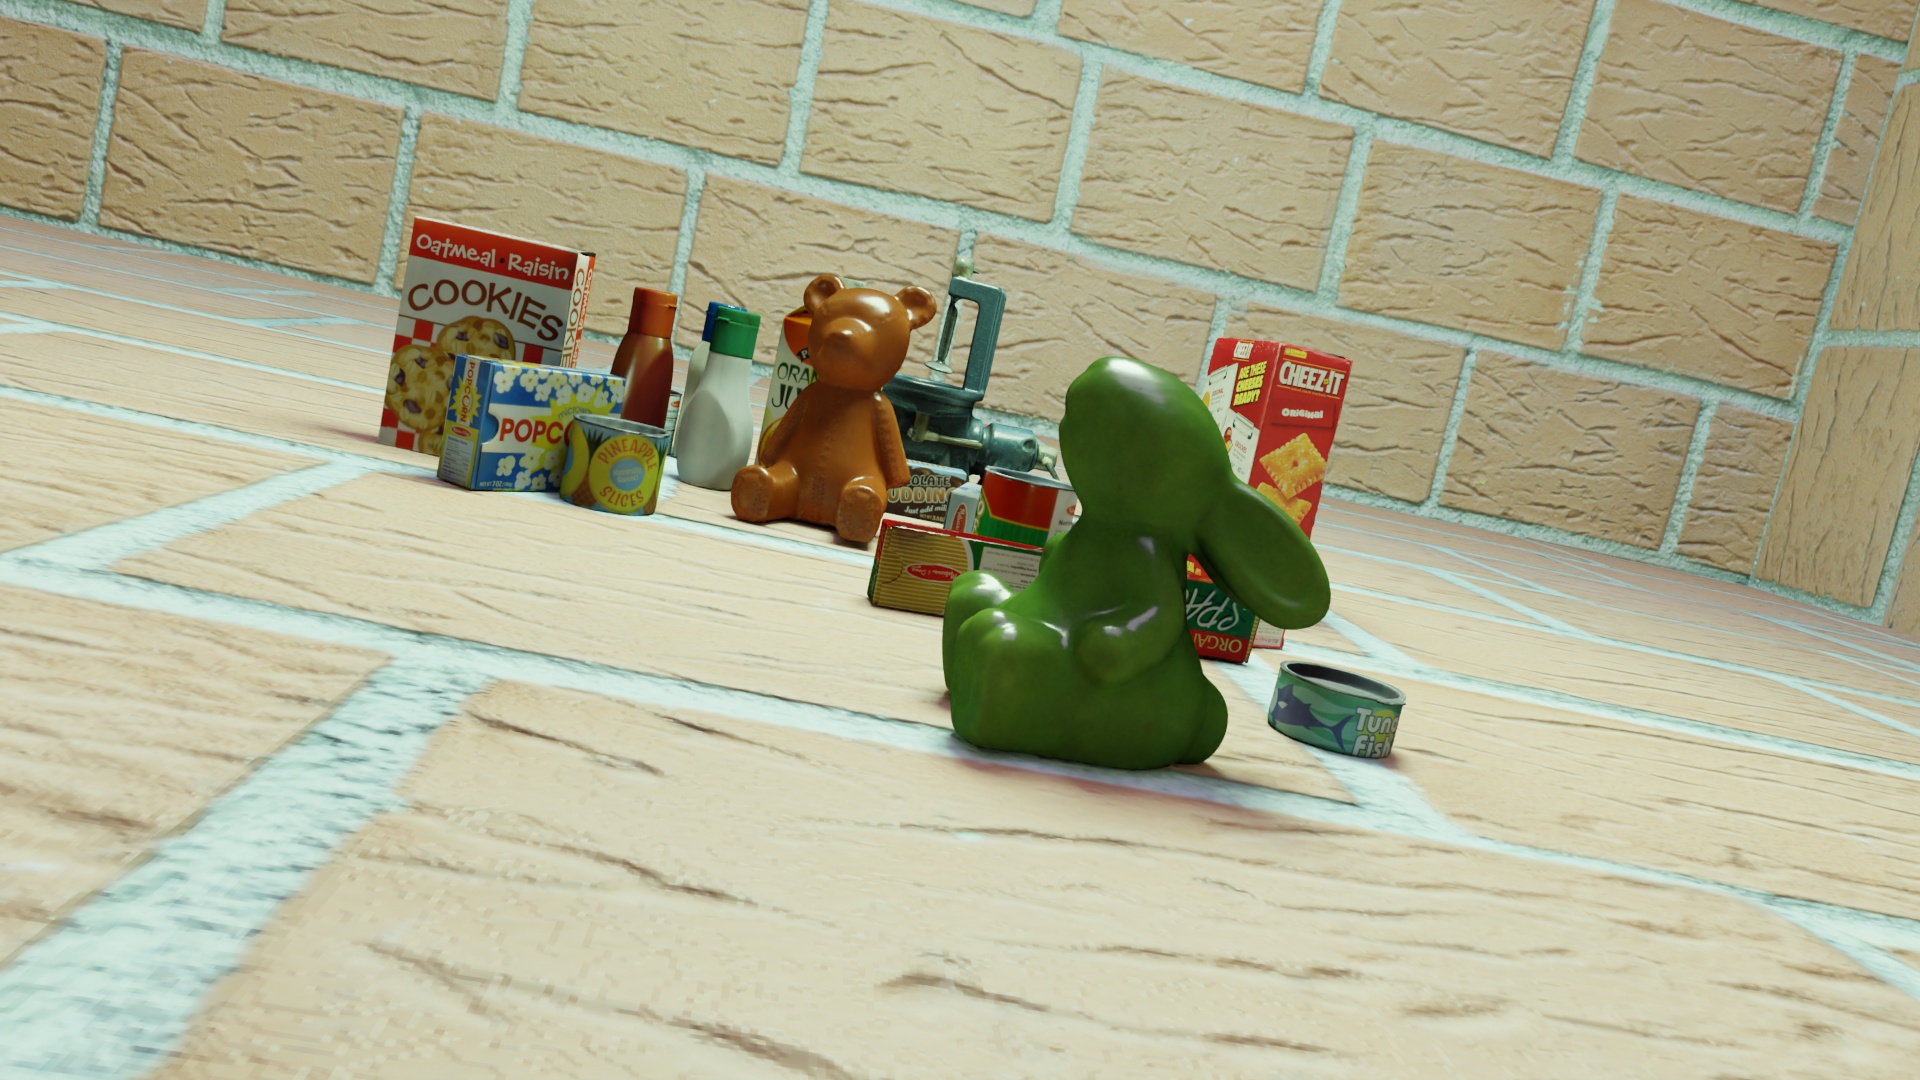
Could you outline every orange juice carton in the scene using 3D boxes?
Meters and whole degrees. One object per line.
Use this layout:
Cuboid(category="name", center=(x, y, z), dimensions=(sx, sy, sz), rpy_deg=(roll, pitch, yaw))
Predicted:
Cuboid(category="orange juice carton", center=(-0.115, -0.128, 1.180), dimensions=(0.073, 0.192, 0.072), rpy_deg=(15, 8, 21))

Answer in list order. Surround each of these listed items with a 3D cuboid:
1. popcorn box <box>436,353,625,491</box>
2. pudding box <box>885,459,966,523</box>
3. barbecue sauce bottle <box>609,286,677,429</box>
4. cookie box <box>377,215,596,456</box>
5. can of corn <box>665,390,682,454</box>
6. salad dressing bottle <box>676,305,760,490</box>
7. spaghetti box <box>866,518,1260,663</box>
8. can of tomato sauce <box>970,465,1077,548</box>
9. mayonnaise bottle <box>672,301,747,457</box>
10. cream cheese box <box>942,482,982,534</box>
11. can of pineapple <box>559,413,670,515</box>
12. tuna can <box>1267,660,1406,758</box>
Cuboid(category="popcorn box", center=(-0.291, -0.078, 0.953), dimensions=(0.038, 0.085, 0.127), rpy_deg=(16, 9, 28))
Cuboid(category="pudding box", center=(-0.040, -0.046, 1.239), dimensions=(0.084, 0.049, 0.030), rpy_deg=(11, 8, -9))
Cuboid(category="barbecue sauce bottle", center=(-0.268, -0.137, 1.166), dimensions=(0.044, 0.148, 0.065), rpy_deg=(15, 8, 20))
Cuboid(category="cookie box", center=(-0.344, -0.140, 1.010), dimensions=(0.123, 0.167, 0.040), rpy_deg=(13, 7, 2))
Cuboid(category="can of corn", center=(-0.299, -0.115, 1.290), dimensions=(0.071, 0.058, 0.071), rpy_deg=(12, 8, -2))
Cuboid(category="salad dressing bottle", center=(-0.196, -0.117, 1.144), dimensions=(0.064, 0.147, 0.044), rpy_deg=(16, 8, 27))
Cuboid(category="spaghetti box", center=(0.068, 0.033, 0.854), dimensions=(0.250, 0.050, 0.029), rpy_deg=(10, 8, -16))
Cuboid(category="can of tomato sauce", center=(0.038, -0.003, 0.938), dimensions=(0.071, 0.083, 0.071), rpy_deg=(12, 8, -2))
Cuboid(category="mayonnaise bottle", center=(-0.231, -0.147, 1.296), dimensions=(0.041, 0.147, 0.065), rpy_deg=(15, 8, 16))
Cuboid(category="cream cheese box", center=(0.004, -0.013, 1.065), dimensions=(0.024, 0.053, 0.104), rpy_deg=(13, 8, 6))
Cuboid(category="can of pineapple", center=(-0.236, -0.052, 0.951), dimensions=(0.071, 0.057, 0.071), rpy_deg=(12, 8, -2))
Cuboid(category="tuna can", center=(0.198, 0.089, 0.728), dimensions=(0.071, 0.032, 0.071), rpy_deg=(12, 8, -2))
